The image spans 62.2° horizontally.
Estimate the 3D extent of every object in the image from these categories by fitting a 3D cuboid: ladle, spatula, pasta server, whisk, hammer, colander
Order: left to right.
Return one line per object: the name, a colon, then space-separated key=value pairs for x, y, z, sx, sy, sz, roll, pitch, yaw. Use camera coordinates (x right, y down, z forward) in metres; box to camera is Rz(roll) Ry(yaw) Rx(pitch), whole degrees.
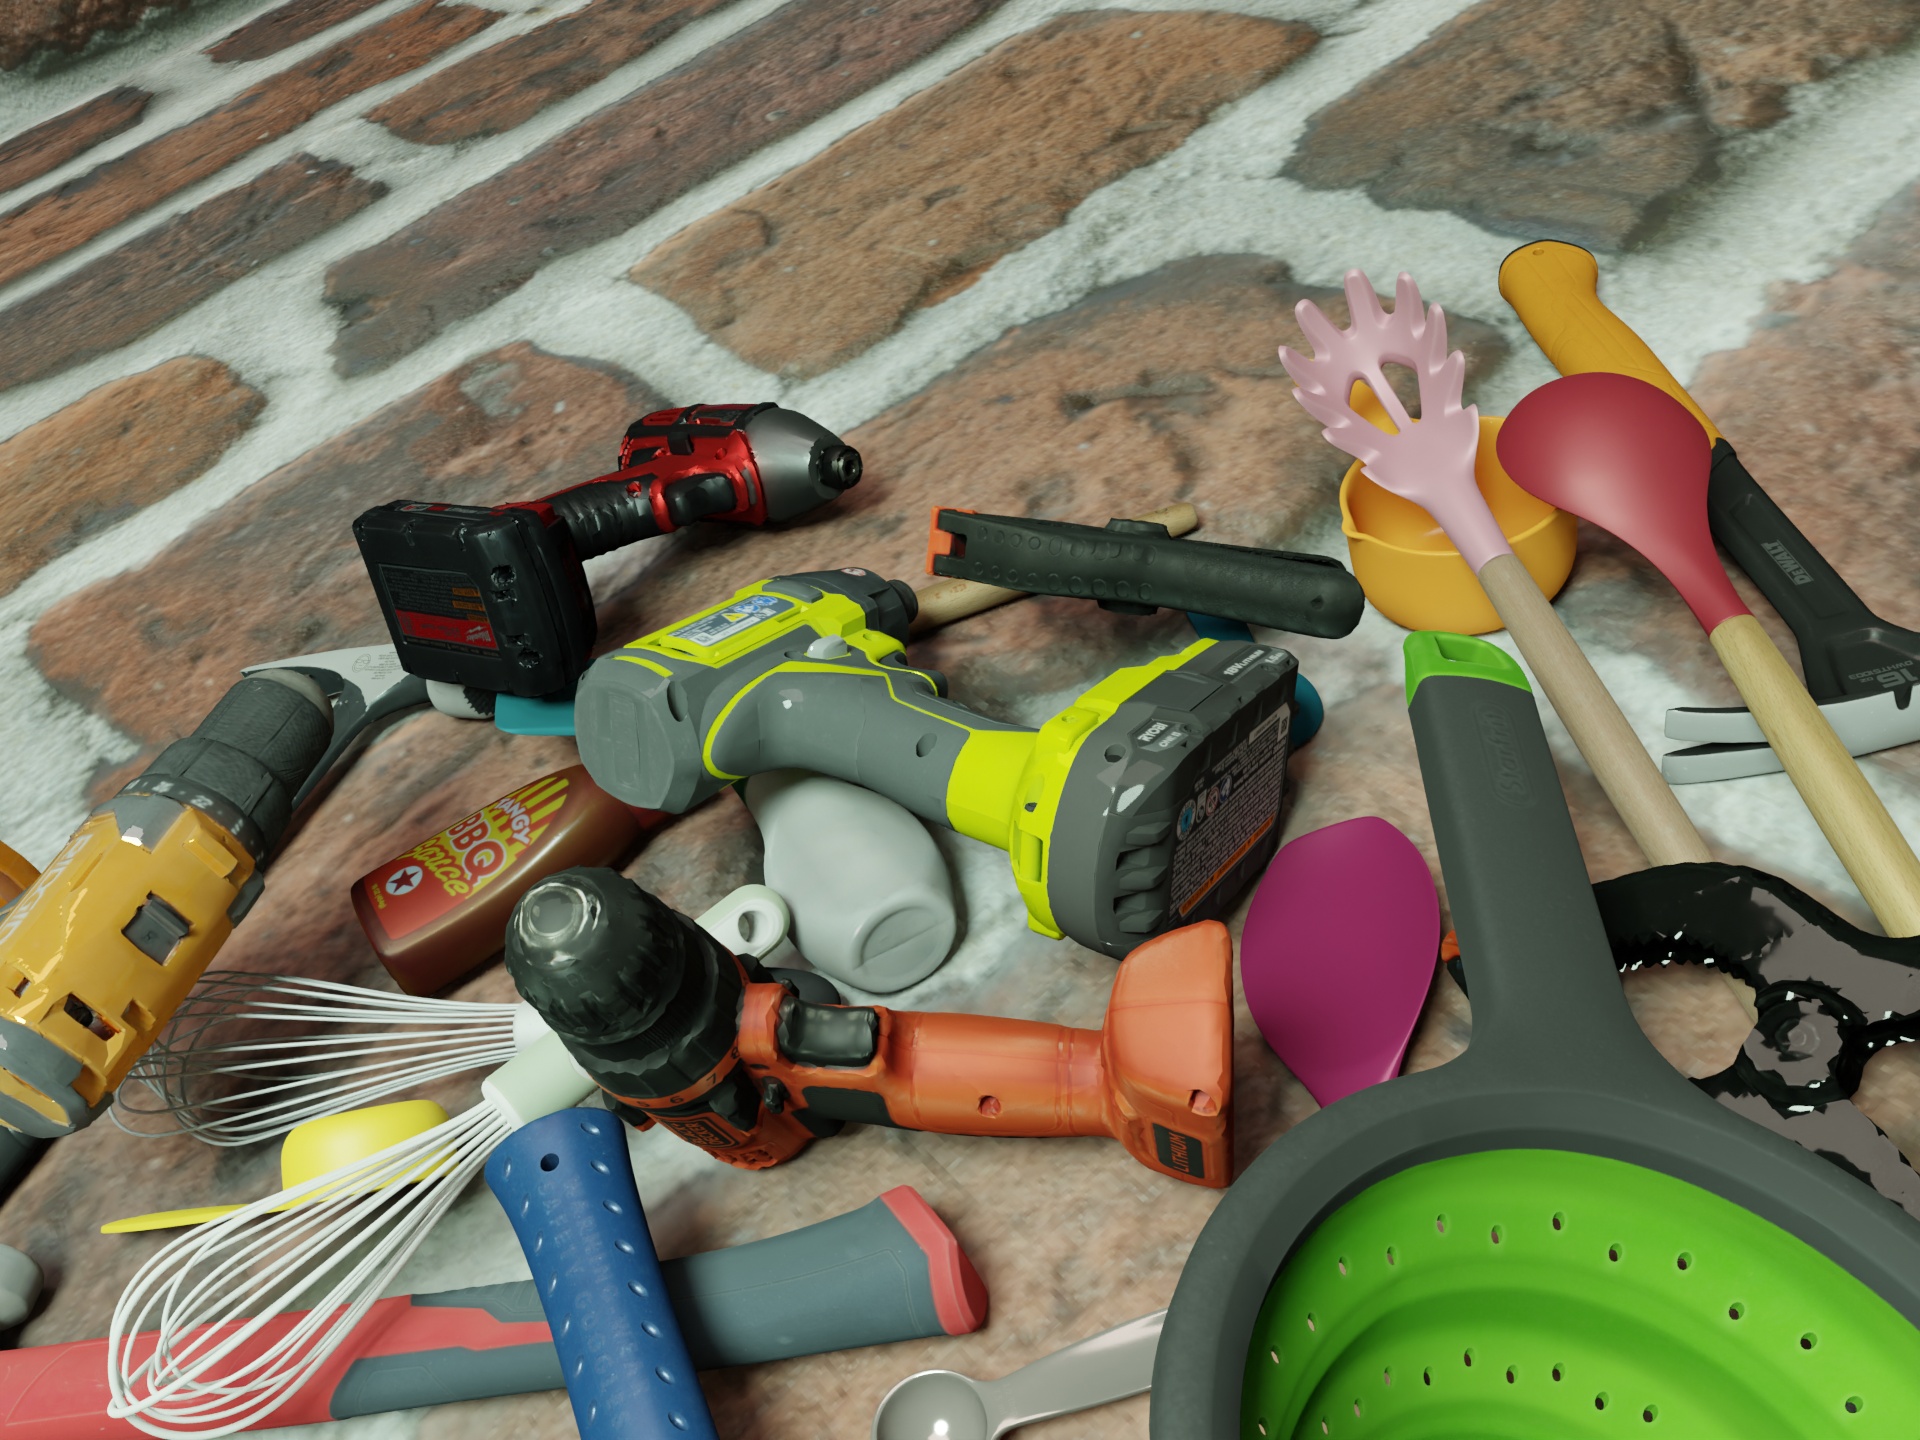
hammer: x=-0.356 y=0.109 z=0.675 sx=0.149 sy=0.036 sz=0.409 roll=3 pitch=46 yaw=28
hammer: x=-0.182 y=0.209 z=0.487 sx=0.386 sy=0.038 sz=0.143 roll=-11 pitch=42 yaw=12
whisk: x=-0.182 y=0.116 z=0.580 sx=0.284 sy=0.070 sz=0.070 roll=-7 pitch=42 yaw=10
whisk: x=-0.149 y=0.128 z=0.500 sx=0.246 sy=0.057 sz=0.059 roll=-37 pitch=10 yaw=-28
hammer: x=-0.032 y=0.250 z=0.346 sx=0.144 sy=0.035 sz=0.406 roll=-27 pitch=47 yaw=-8
spatula: x=-0.047 y=-0.048 z=0.708 sx=0.317 sy=0.044 sz=0.082 roll=-19 pitch=27 yaw=0
colander: x=0.137 y=0.126 z=0.382 sx=0.204 sy=0.094 sz=0.397 roll=9 pitch=40 yaw=-1
pasta server: x=0.192 y=-0.035 z=0.535 sx=0.060 sy=0.040 sz=0.317 roll=-30 pitch=55 yaw=16
hammer: x=0.281 y=-0.107 z=0.639 sx=0.127 sy=0.034 sz=0.337 roll=-15 pitch=40 yaw=6
ladle: x=0.253 y=-0.008 z=0.498 sx=0.069 sy=0.031 sz=0.316 roll=-17 pitch=54 yaw=3

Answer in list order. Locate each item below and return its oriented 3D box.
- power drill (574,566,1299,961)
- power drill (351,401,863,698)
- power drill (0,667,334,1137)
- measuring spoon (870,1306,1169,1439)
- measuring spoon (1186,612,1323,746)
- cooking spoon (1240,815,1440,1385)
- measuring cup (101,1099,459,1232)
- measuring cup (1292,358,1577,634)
power drill: x=-0.001 y=-0.002 z=0.574 sx=0.223 sy=0.080 sz=0.171 roll=17 pitch=29 yaw=29
power drill: x=-0.155 y=-0.094 z=0.750 sx=0.143 sy=0.078 sz=0.220 roll=9 pitch=32 yaw=37
power drill: x=-0.344 y=0.068 z=0.597 sx=0.226 sy=0.084 sz=0.185 roll=-13 pitch=39 yaw=32
measuring spoon: x=0.036 y=0.185 z=0.442 sx=0.124 sy=0.018 sz=0.034 roll=-17 pitch=40 yaw=-6
measuring spoon: x=0.109 y=-0.035 z=0.642 sx=0.042 sy=0.021 sz=0.129 roll=-19 pitch=41 yaw=2
cooking spoon: x=0.115 y=0.148 z=0.440 sx=0.069 sy=0.017 sz=0.319 roll=-22 pitch=37 yaw=25
measuring cup: x=-0.246 y=0.159 z=0.560 sx=0.156 sy=0.062 sz=0.029 roll=-15 pitch=78 yaw=21
measuring cup: x=0.184 y=-0.097 z=0.657 sx=0.095 sy=0.052 sz=0.174 roll=-25 pitch=38 yaw=-4
